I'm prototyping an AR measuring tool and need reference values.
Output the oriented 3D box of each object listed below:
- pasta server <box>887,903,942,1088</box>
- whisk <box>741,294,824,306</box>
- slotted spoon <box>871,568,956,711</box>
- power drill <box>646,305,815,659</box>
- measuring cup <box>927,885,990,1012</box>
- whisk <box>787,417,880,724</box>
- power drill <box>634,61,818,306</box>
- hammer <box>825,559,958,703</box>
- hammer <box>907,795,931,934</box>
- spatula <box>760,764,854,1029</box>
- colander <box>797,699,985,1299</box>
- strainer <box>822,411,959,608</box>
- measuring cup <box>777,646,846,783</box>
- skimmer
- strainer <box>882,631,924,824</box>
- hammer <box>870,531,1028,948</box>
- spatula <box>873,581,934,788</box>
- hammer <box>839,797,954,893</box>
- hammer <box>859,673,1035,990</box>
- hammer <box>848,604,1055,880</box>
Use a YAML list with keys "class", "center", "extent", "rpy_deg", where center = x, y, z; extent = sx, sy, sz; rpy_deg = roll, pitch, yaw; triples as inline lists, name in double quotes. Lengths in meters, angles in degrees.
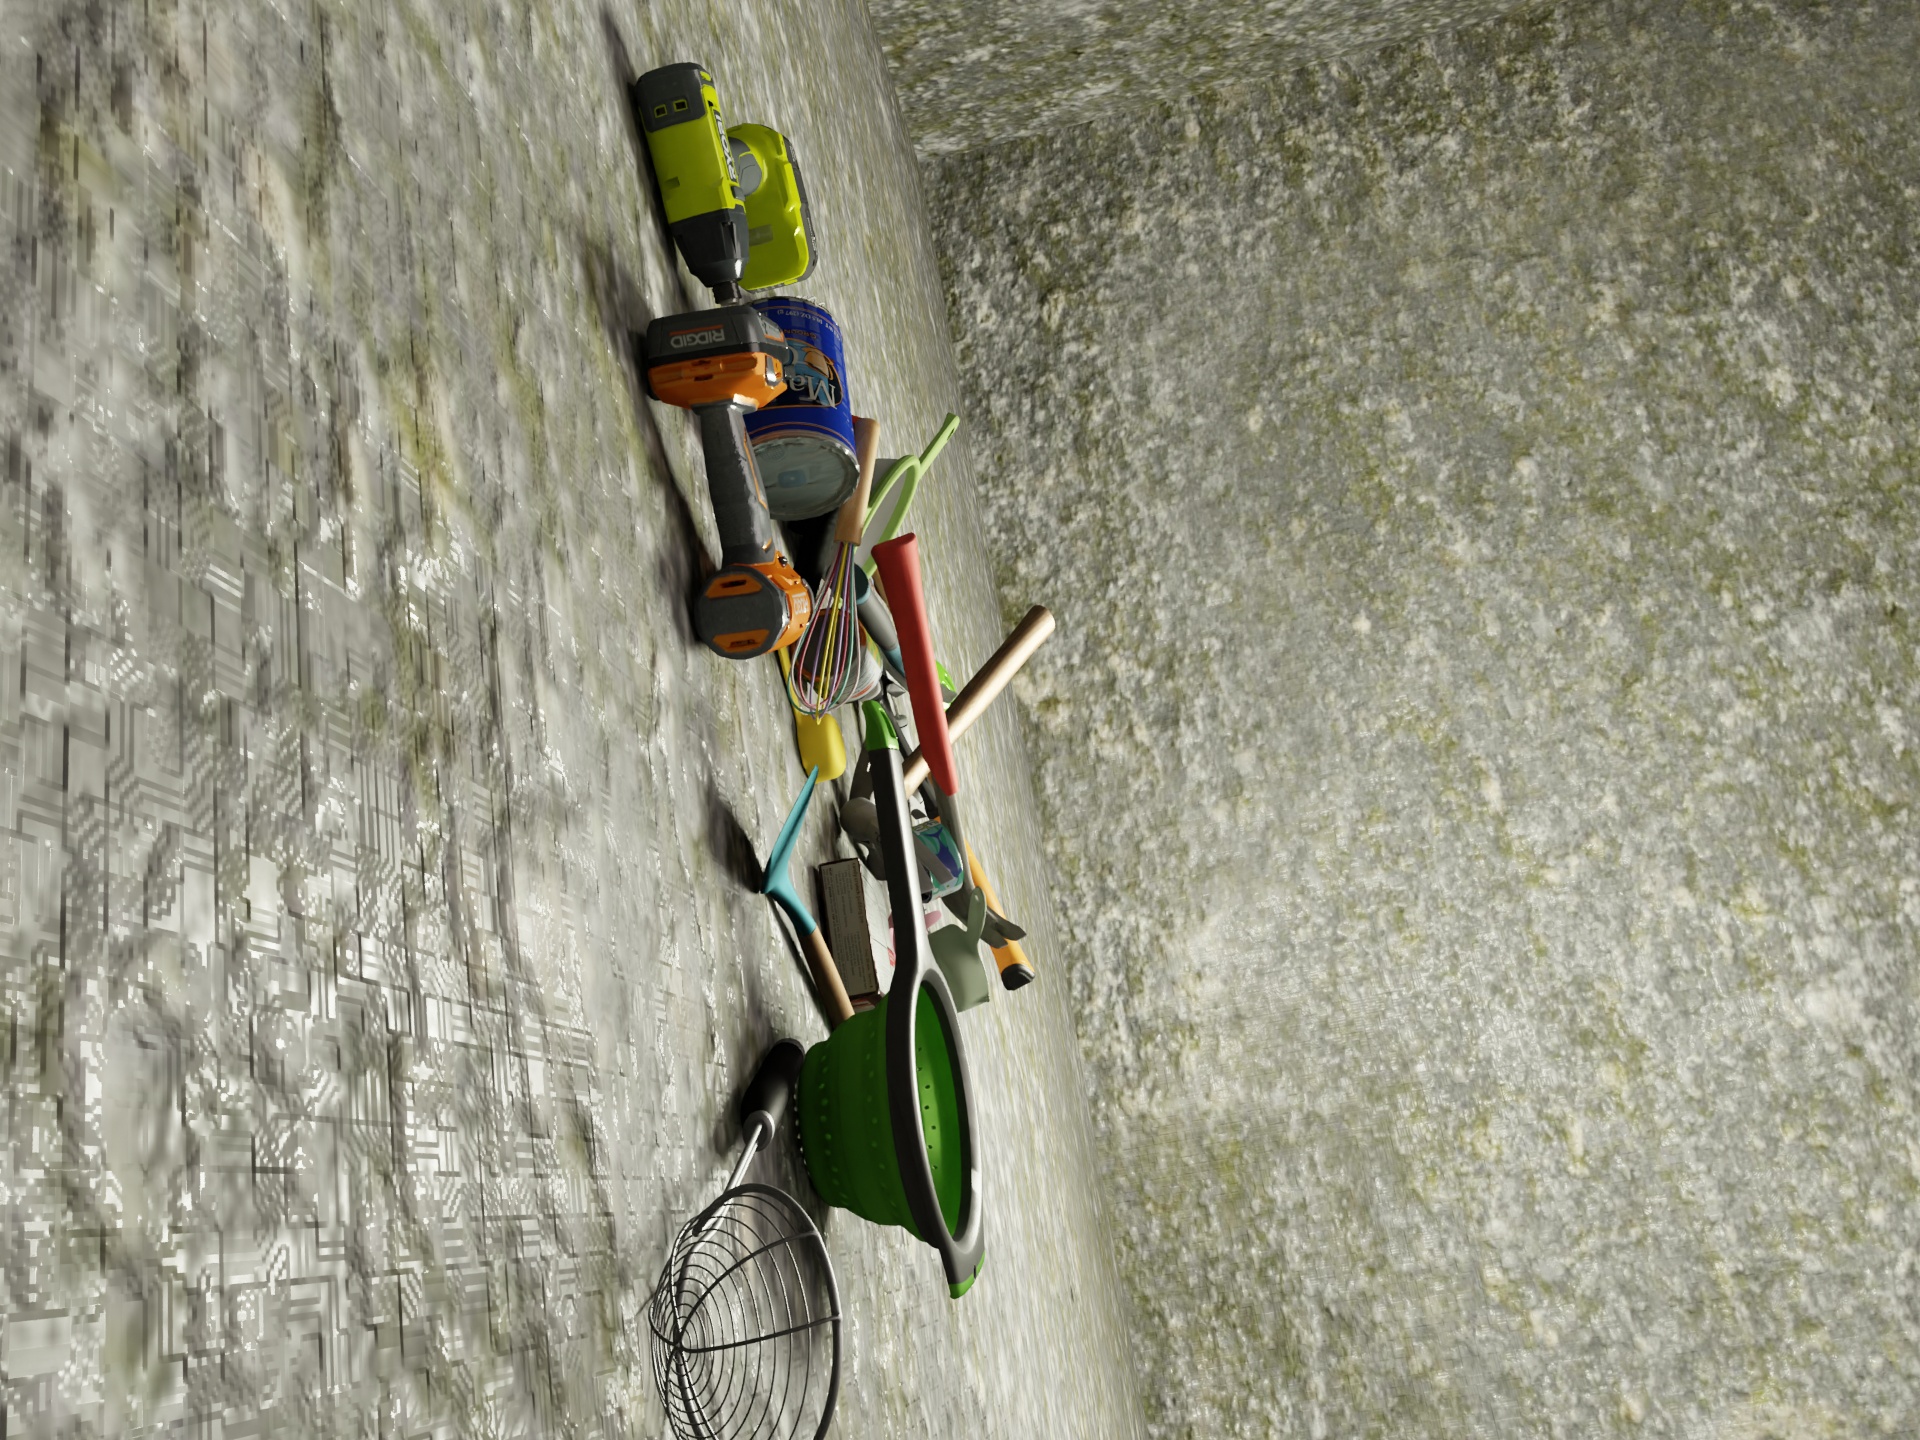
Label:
- class: "pasta server"
  center: [-0.024, 0.315, 1.478]
  extent: [0.040, 0.060, 0.316]
  rpy_deg: [-23, 107, -42]
- class: "whisk"
  center: [-0.167, -0.371, 1.471]
  extent: [0.059, 0.058, 0.246]
  rpy_deg: [43, 14, -4]
- class: "slotted spoon"
  center: [-0.062, -0.110, 1.607]
  extent: [0.070, 0.031, 0.313]
  rpy_deg: [-88, 158, -47]
- class: "power drill"
  center: [-0.149, -0.159, 1.100]
  extent: [0.164, 0.084, 0.226]
  rpy_deg: [-49, 131, -82]
- class: "measuring cup"
  center: [-0.005, 0.194, 1.366]
  extent: [0.083, 0.038, 0.167]
  rpy_deg: [55, -26, 29]
- class: "whisk"
  center: [-0.094, -0.117, 1.249]
  extent: [0.047, 0.051, 0.245]
  rpy_deg: [19, 79, -60]
- class: "power drill"
  center: [-0.183, -0.412, 1.270]
  extent: [0.223, 0.080, 0.171]
  rpy_deg: [-53, 130, -76]
- class: "hammer"
  center: [-0.072, -0.080, 1.449]
  extent: [0.128, 0.033, 0.330]
  rpy_deg: [44, -4, 14]
- class: "hammer"
  center: [-0.033, 0.234, 1.554]
  extent: [0.146, 0.035, 0.335]
  rpy_deg: [-8, 87, -82]
- class: "spatula"
  center: [-0.094, 0.167, 1.130]
  extent: [0.082, 0.044, 0.317]
  rpy_deg: [-67, 152, -42]
- class: "colander"
  center: [-0.064, 0.187, 1.084]
  extent: [0.204, 0.094, 0.397]
  rpy_deg: [28, 53, -79]
- class: "strainer"
  center: [-0.079, -0.223, 1.487]
  extent: [0.256, 0.069, 0.151]
  rpy_deg: [-59, 175, -39]
- class: "measuring cup"
  center: [-0.122, -0.024, 1.276]
  extent: [0.062, 0.029, 0.156]
  rpy_deg: [-84, 163, -68]
- class: "skimmer"
  center: [-0.089, 0.250, 0.832]
  extent: [0.363, 0.090, 0.127]
  rpy_deg: [-74, -176, -81]
- class: "strainer"
  center: [-0.066, -0.007, 1.688]
  extent: [0.087, 0.050, 0.258]
  rpy_deg: [-125, -157, -69]
- class: "hammer"
  center: [-0.018, 0.017, 1.332]
  extent: [0.149, 0.036, 0.358]
  rpy_deg: [34, -40, 54]
- class: "spatula"
  center: [-0.051, -0.022, 1.735]
  extent: [0.081, 0.041, 0.323]
  rpy_deg: [114, -32, -71]
- class: "hammer"
  center: [-0.026, 0.269, 1.382]
  extent: [0.144, 0.035, 0.405]
  rpy_deg: [28, -47, 57]
- class: "hammer"
  center: [-0.014, 0.105, 1.545]
  extent: [0.337, 0.034, 0.127]
  rpy_deg: [63, 6, 11]
- class: "hammer"
  center: [-0.002, -0.005, 1.493]
  extent: [0.331, 0.031, 0.129]
  rpy_deg: [-50, 141, -37]
